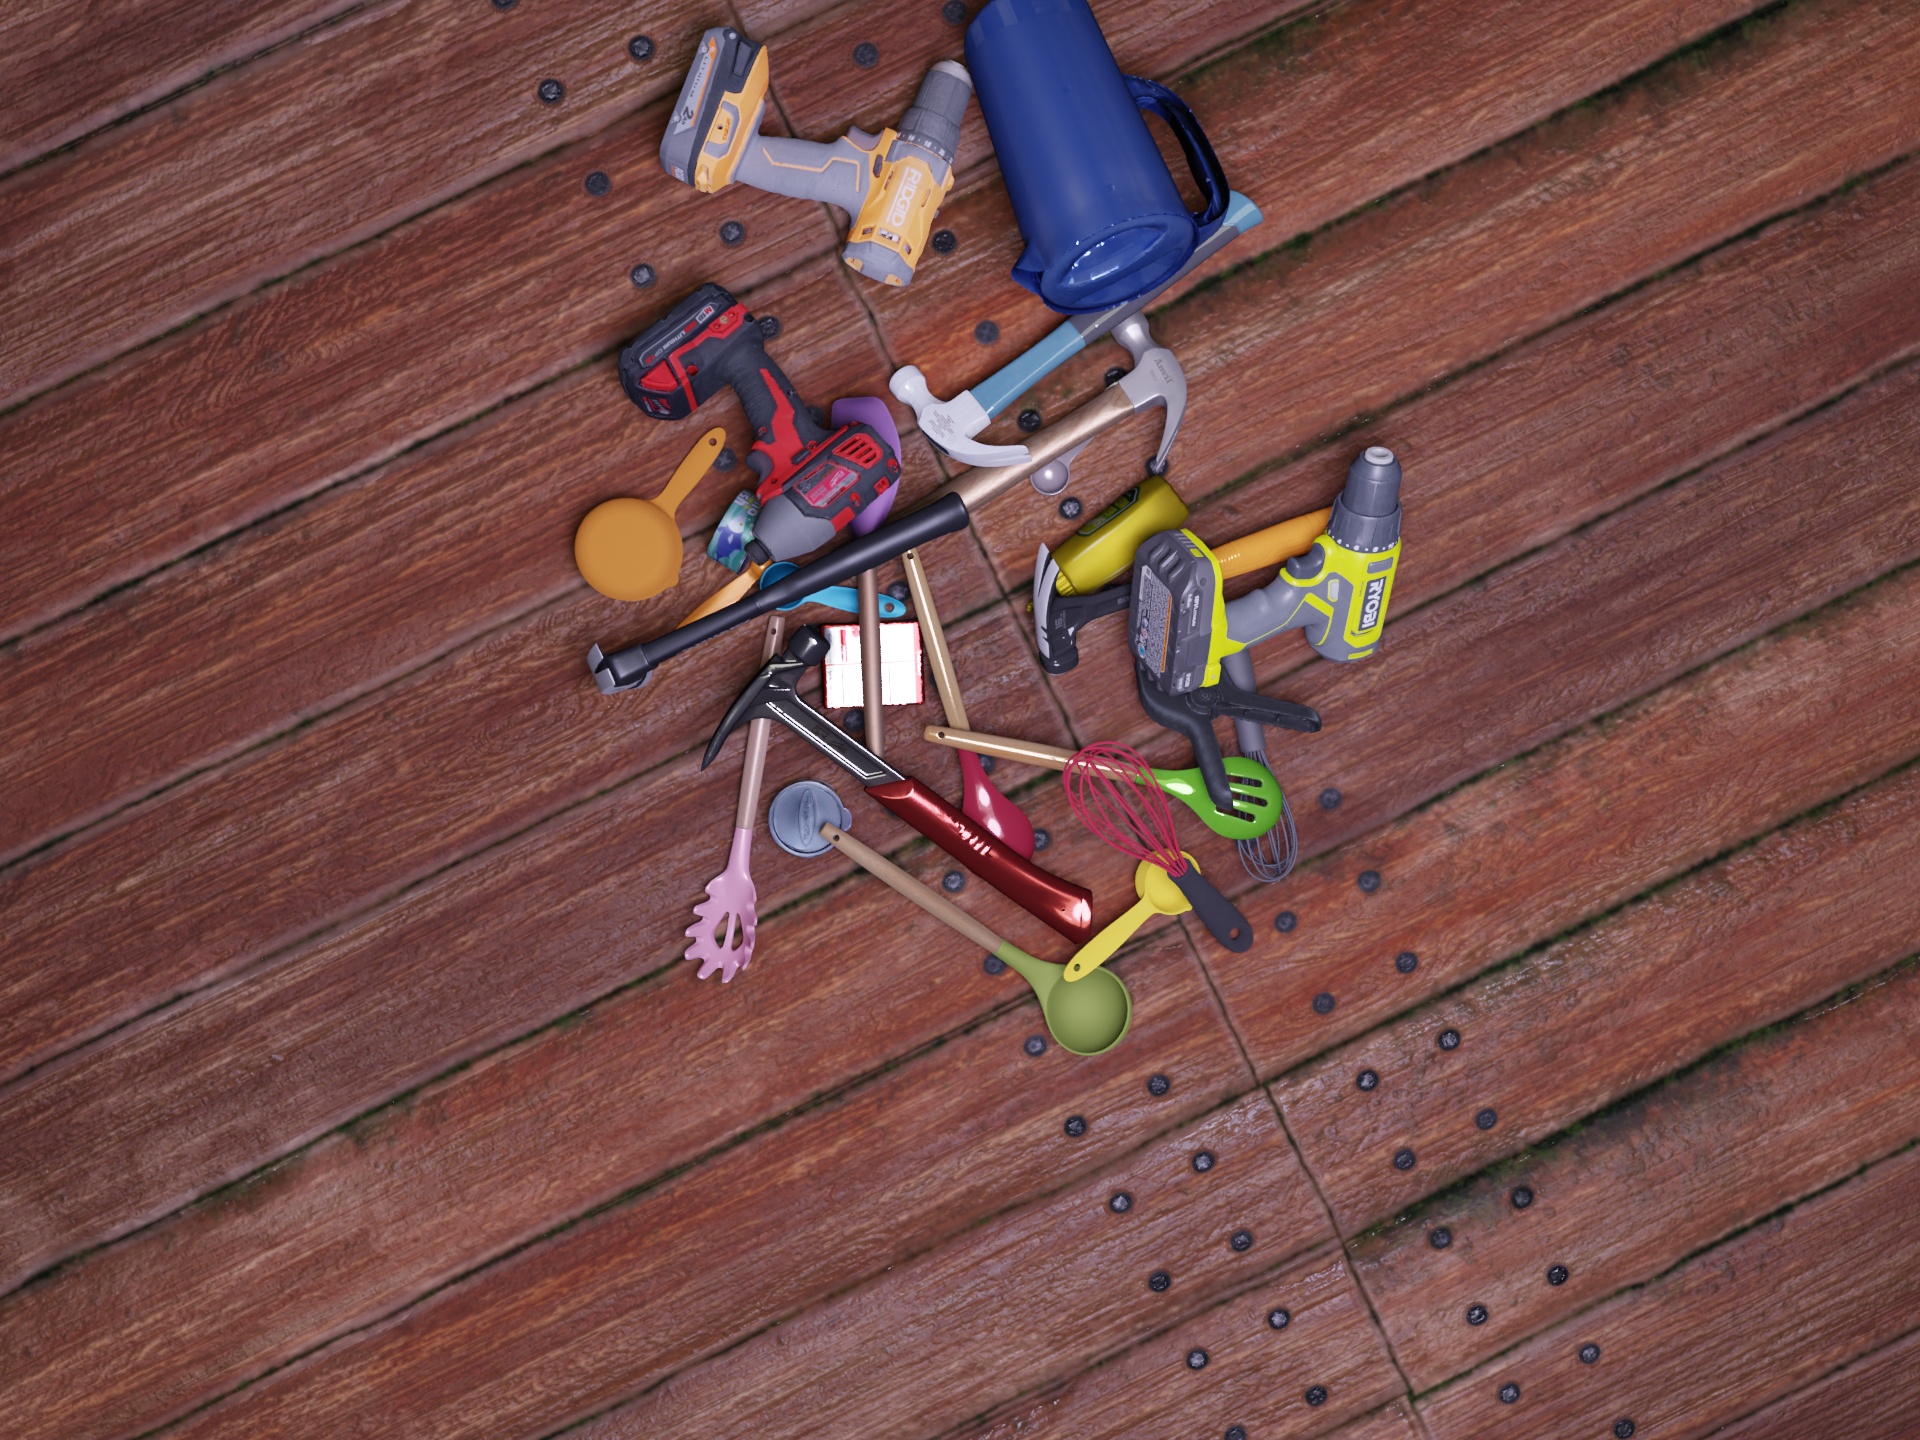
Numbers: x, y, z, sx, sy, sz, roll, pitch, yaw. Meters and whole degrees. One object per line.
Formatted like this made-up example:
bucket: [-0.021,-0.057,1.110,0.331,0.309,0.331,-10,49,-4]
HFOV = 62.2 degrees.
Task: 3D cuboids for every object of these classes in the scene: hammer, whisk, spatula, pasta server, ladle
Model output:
hammer: [0.043,-0.212,1.349,0.331,0.031,0.130,-31,77,3]
whisk: [0.175,0.114,1.333,0.073,0.073,0.295,-42,126,1]
hammer: [0.220,-0.139,1.341,0.337,0.034,0.127,-19,139,-11]
hammer: [-0.148,-0.102,1.285,0.335,0.146,0.035,-25,91,4]
spatula: [-0.075,-0.111,1.335,0.060,0.018,0.316,-1,96,9]
pasta server: [-0.184,0.066,1.368,0.060,0.040,0.316,10,93,6]
whisk: [0.253,0.025,1.390,0.055,0.055,0.239,-12,92,-2]
hammer: [-0.038,0.081,1.337,0.359,0.037,0.149,37,101,-12]
hammer: [0.107,-0.333,1.326,0.331,0.033,0.128,-37,74,2]
ladle: [-0.002,-0.004,1.360,0.069,0.031,0.315,-17,101,-1]
ladle: [0.013,0.183,1.367,0.320,0.062,0.078,35,89,-11]

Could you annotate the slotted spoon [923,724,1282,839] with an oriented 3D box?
slotted spoon: [0.123,0.042,1.345,0.313,0.031,0.070,12,85,-2]

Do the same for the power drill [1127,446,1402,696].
power drill: [0.258,-0.119,1.299,0.228,0.080,0.190,-15,132,-18]

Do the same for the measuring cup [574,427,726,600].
measuring cup: [-0.254,-0.177,1.333,0.095,0.052,0.173,38,94,-6]

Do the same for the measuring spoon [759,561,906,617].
measuring spoon: [-0.110,-0.108,1.371,0.128,0.021,0.042,11,102,-14]

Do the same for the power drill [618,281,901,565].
power drill: [-0.169,-0.233,1.287,0.143,0.078,0.220,-42,81,-9]

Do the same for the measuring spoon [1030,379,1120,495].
measuring spoon: [0.105,-0.243,1.372,0.034,0.018,0.124,37,85,12]

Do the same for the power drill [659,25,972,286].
power drill: [-0.111,-0.484,1.304,0.226,0.084,0.185,22,91,-9]

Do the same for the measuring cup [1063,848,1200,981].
measuring cup: [0.143,0.171,1.384,0.156,0.029,0.062,-40,108,-14]

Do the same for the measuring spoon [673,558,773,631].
measuring spoon: [-0.207,-0.100,1.364,0.117,0.011,0.021,-42,96,1]
